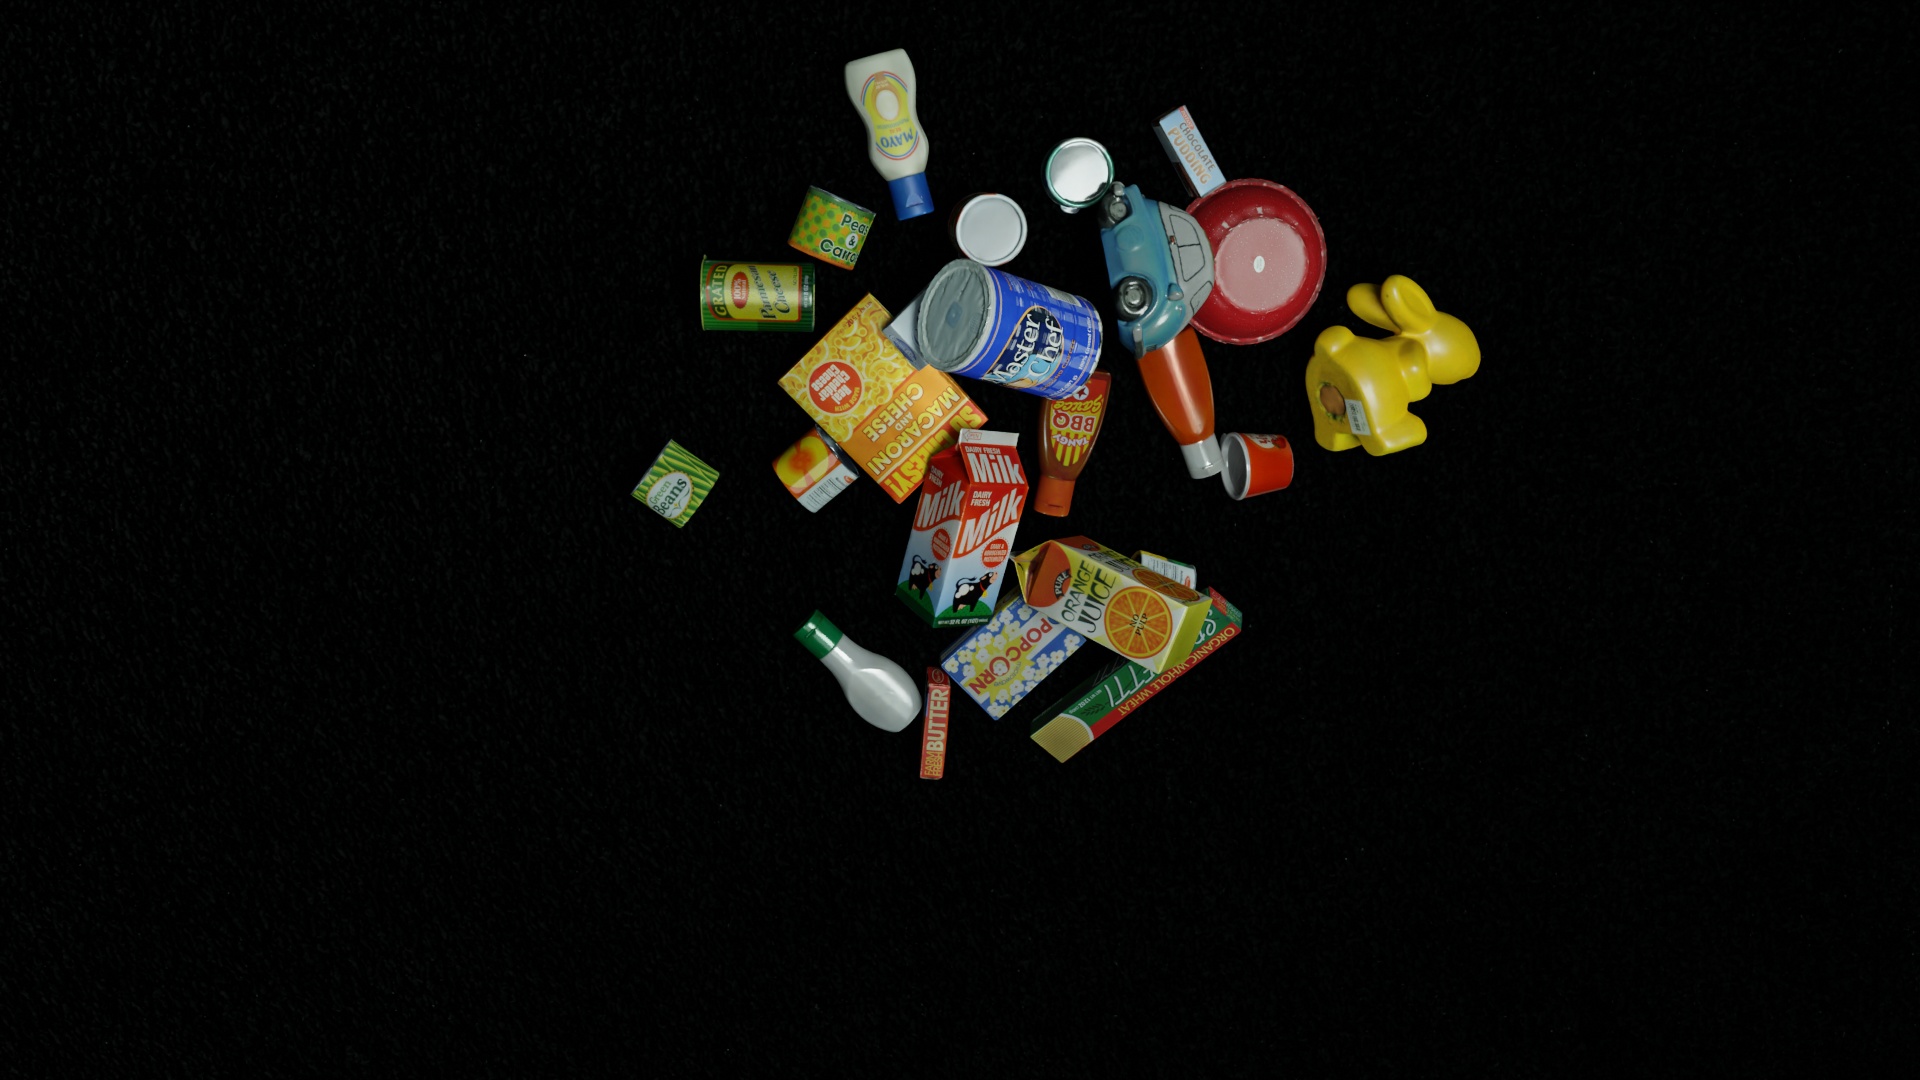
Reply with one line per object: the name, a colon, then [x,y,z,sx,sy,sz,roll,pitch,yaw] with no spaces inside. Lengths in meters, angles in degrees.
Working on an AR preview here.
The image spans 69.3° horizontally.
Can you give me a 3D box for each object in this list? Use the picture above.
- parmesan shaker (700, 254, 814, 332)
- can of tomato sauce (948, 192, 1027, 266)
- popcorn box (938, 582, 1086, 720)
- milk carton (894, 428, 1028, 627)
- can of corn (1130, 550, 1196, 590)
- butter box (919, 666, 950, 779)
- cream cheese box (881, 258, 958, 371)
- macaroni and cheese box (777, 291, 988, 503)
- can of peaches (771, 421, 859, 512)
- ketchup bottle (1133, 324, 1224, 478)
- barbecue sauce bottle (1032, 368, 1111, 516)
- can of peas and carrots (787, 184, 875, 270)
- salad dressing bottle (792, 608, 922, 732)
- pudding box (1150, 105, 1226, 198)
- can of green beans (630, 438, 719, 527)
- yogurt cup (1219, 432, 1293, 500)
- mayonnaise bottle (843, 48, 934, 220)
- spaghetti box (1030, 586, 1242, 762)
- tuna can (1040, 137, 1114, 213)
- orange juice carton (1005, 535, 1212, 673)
parmesan shaker: [-0.188,-0.231,1.298,0.103,0.071,0.071,0,104,-5]
can of tomato sauce: [0.023,-0.289,1.293,0.071,0.083,0.071,-1,104,-5]
popcorn box: [0.052,0.110,1.418,0.126,0.038,0.085,-42,103,6]
milk carton: [0.005,-0.017,1.341,0.072,0.073,0.189,1,114,-38]
can of corn: [0.197,0.049,1.404,0.058,0.071,0.071,17,102,-8]
butter box: [-0.027,0.186,1.421,0.024,0.053,0.103,4,103,-4]
cream cheese box: [-0.022,-0.214,1.315,0.053,0.024,0.104,46,66,-12]
macaroni and cheese box: [-0.074,-0.138,1.344,0.123,0.040,0.166,-43,103,5]
can of peaches: [-0.141,-0.071,1.342,0.058,0.071,0.071,-40,104,6]
ketchup bottle: [0.221,-0.135,1.370,0.065,0.044,0.148,-20,105,6]
barbecue sauce bottle: [0.103,-0.099,1.368,0.065,0.044,0.148,9,103,-11]
can of peas and carrots: [-0.118,-0.289,1.287,0.071,0.071,0.058,22,102,-10]
salad dressing bottle: [-0.105,0.131,1.406,0.064,0.044,0.147,-44,102,8]
pudding box: [0.214,-0.366,1.309,0.030,0.050,0.083,-31,104,5]
can of green beans: [-0.274,-0.054,1.333,0.058,0.071,0.071,36,98,-13]
yogurt cup: [0.295,-0.076,1.382,0.054,0.072,0.072,-6,105,-12]
mayonnaise bottle: [-0.060,-0.374,1.286,0.065,0.041,0.147,-16,104,-3]
spaghetti box: [0.174,0.138,1.400,0.050,0.029,0.249,41,116,-18]
tuna can: [0.110,-0.345,1.314,0.071,0.033,0.071,-1,103,-5]
orange juice carton: [0.136,0.050,1.345,0.193,0.072,0.072,27,107,25]
